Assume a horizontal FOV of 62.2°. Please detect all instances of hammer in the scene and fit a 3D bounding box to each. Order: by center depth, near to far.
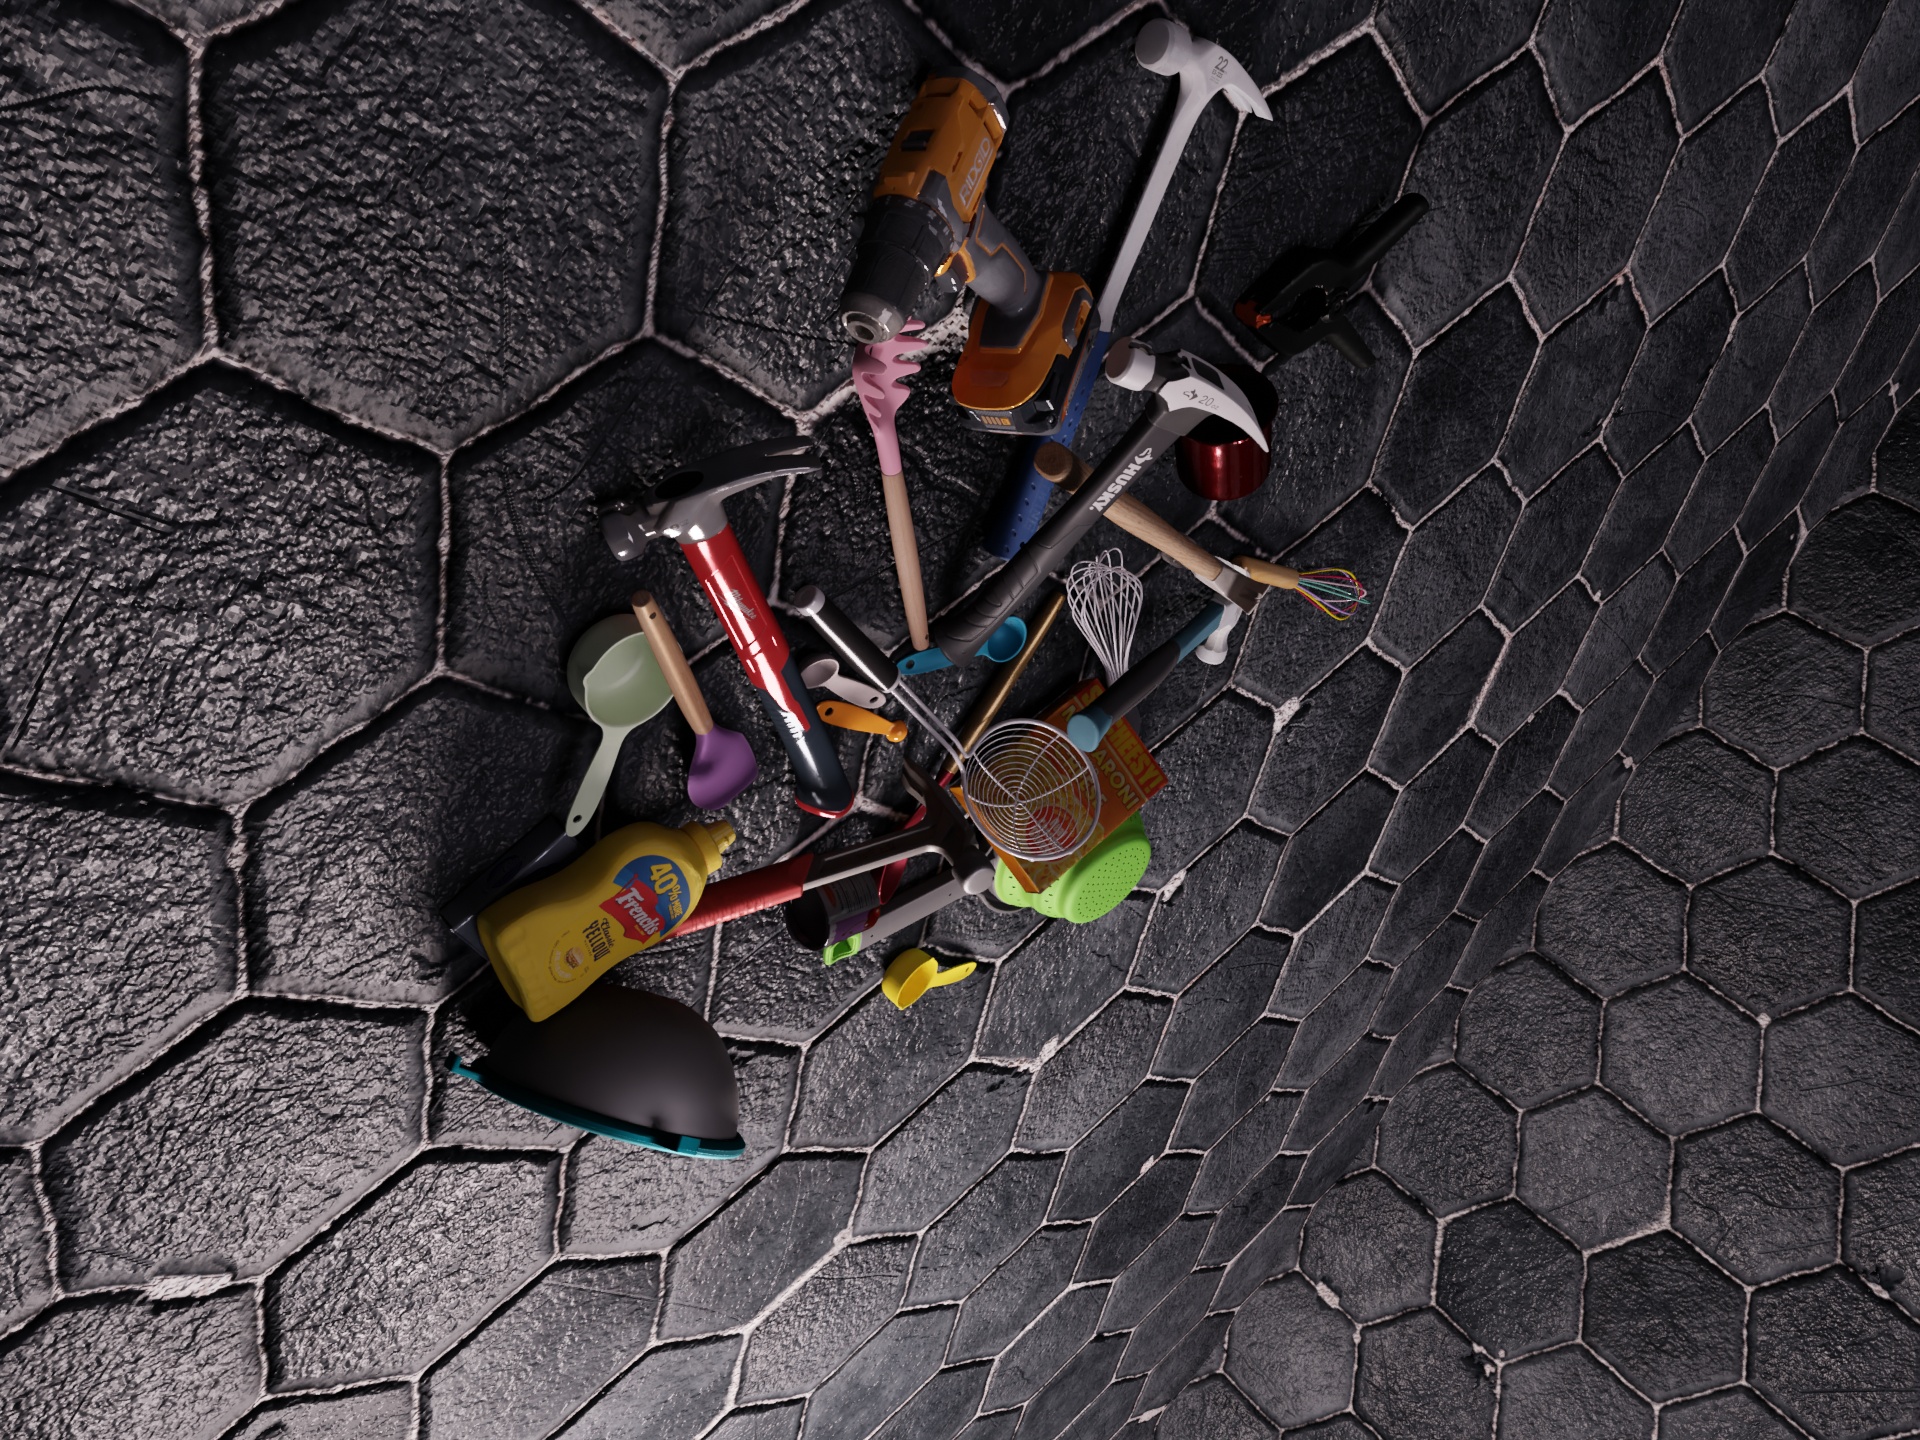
[{"bbox_3d":[-0.123,-0.046,1.145,0.143,0.038,0.385,-21,144,-1],"label":"hammer"},{"bbox_3d":[0.085,-0.145,1.191,0.146,0.035,0.334,12,139,-32],"label":"hammer"},{"bbox_3d":[0.113,-0.307,1.208,0.144,0.035,0.405,-3,124,-47],"label":"hammer"},{"bbox_3d":[-0.159,0.125,1.254,0.359,0.149,0.036,-16,133,-25],"label":"hammer"},{"bbox_3d":[0.158,-0.158,1.309,0.031,0.130,0.331,-57,146,8],"label":"hammer"},{"bbox_3d":[0.184,-0.054,1.443,0.331,0.033,0.128,-38,149,-49],"label":"hammer"}]

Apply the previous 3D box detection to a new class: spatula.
[{"bbox_3d":[-0.185,-0.006,1.101,0.060,0.018,0.315,-41,159,-15],"label":"spatula"}]

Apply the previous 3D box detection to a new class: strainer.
[{"bbox_3d":[-0.240,0.260,1.250,0.340,0.211,0.095,51,56,-77],"label":"strainer"}]

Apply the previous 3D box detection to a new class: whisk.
[{"bbox_3d":[0.141,-0.057,1.459,0.070,0.070,0.284,-40,148,-15],"label":"whisk"},{"bbox_3d":[0.350,-0.139,1.631,0.244,0.051,0.047,6,122,-48],"label":"whisk"}]

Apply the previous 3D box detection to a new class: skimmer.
[{"bbox_3d":[-0.002,-0.004,1.277,0.362,0.090,0.127,46,52,-47],"label":"skimmer"}]

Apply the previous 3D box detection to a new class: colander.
[{"bbox_3d":[0.054,0.158,1.507,0.397,0.095,0.204,-25,142,-31],"label":"colander"}]

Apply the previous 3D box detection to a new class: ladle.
[{"bbox_3d":[0.003,0.022,1.393,0.315,0.031,0.069,-58,168,5],"label":"ladle"}]

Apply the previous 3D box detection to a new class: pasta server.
[{"bbox_3d":[-0.040,-0.161,1.166,0.060,0.040,0.315,-56,154,-33],"label":"pasta server"}]

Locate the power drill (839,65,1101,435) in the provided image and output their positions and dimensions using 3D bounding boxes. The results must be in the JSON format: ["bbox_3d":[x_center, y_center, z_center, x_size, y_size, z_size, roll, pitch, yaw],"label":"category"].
[{"bbox_3d":[0.005,-0.275,1.033,0.226,0.084,0.185,50,56,-54],"label":"power drill"}]

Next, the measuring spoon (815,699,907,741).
[{"bbox_3d":[-0.079,0.002,1.294,0.116,0.011,0.021,18,107,-54],"label":"measuring spoon"}]

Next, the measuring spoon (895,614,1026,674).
[{"bbox_3d":[-0.003,-0.062,1.325,0.128,0.021,0.042,-16,124,-28],"label":"measuring spoon"}]

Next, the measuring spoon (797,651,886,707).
[{"bbox_3d":[-0.093,-0.031,1.250,0.034,0.018,0.124,-37,155,13],"label":"measuring spoon"}]

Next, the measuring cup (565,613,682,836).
[{"bbox_3d":[-0.246,0.002,1.083,0.083,0.038,0.167,0,123,-49],"label":"measuring cup"}]

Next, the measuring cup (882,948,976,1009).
[{"bbox_3d":[-0.029,0.247,1.574,0.062,0.029,0.156,-60,157,12],"label":"measuring cup"}]
